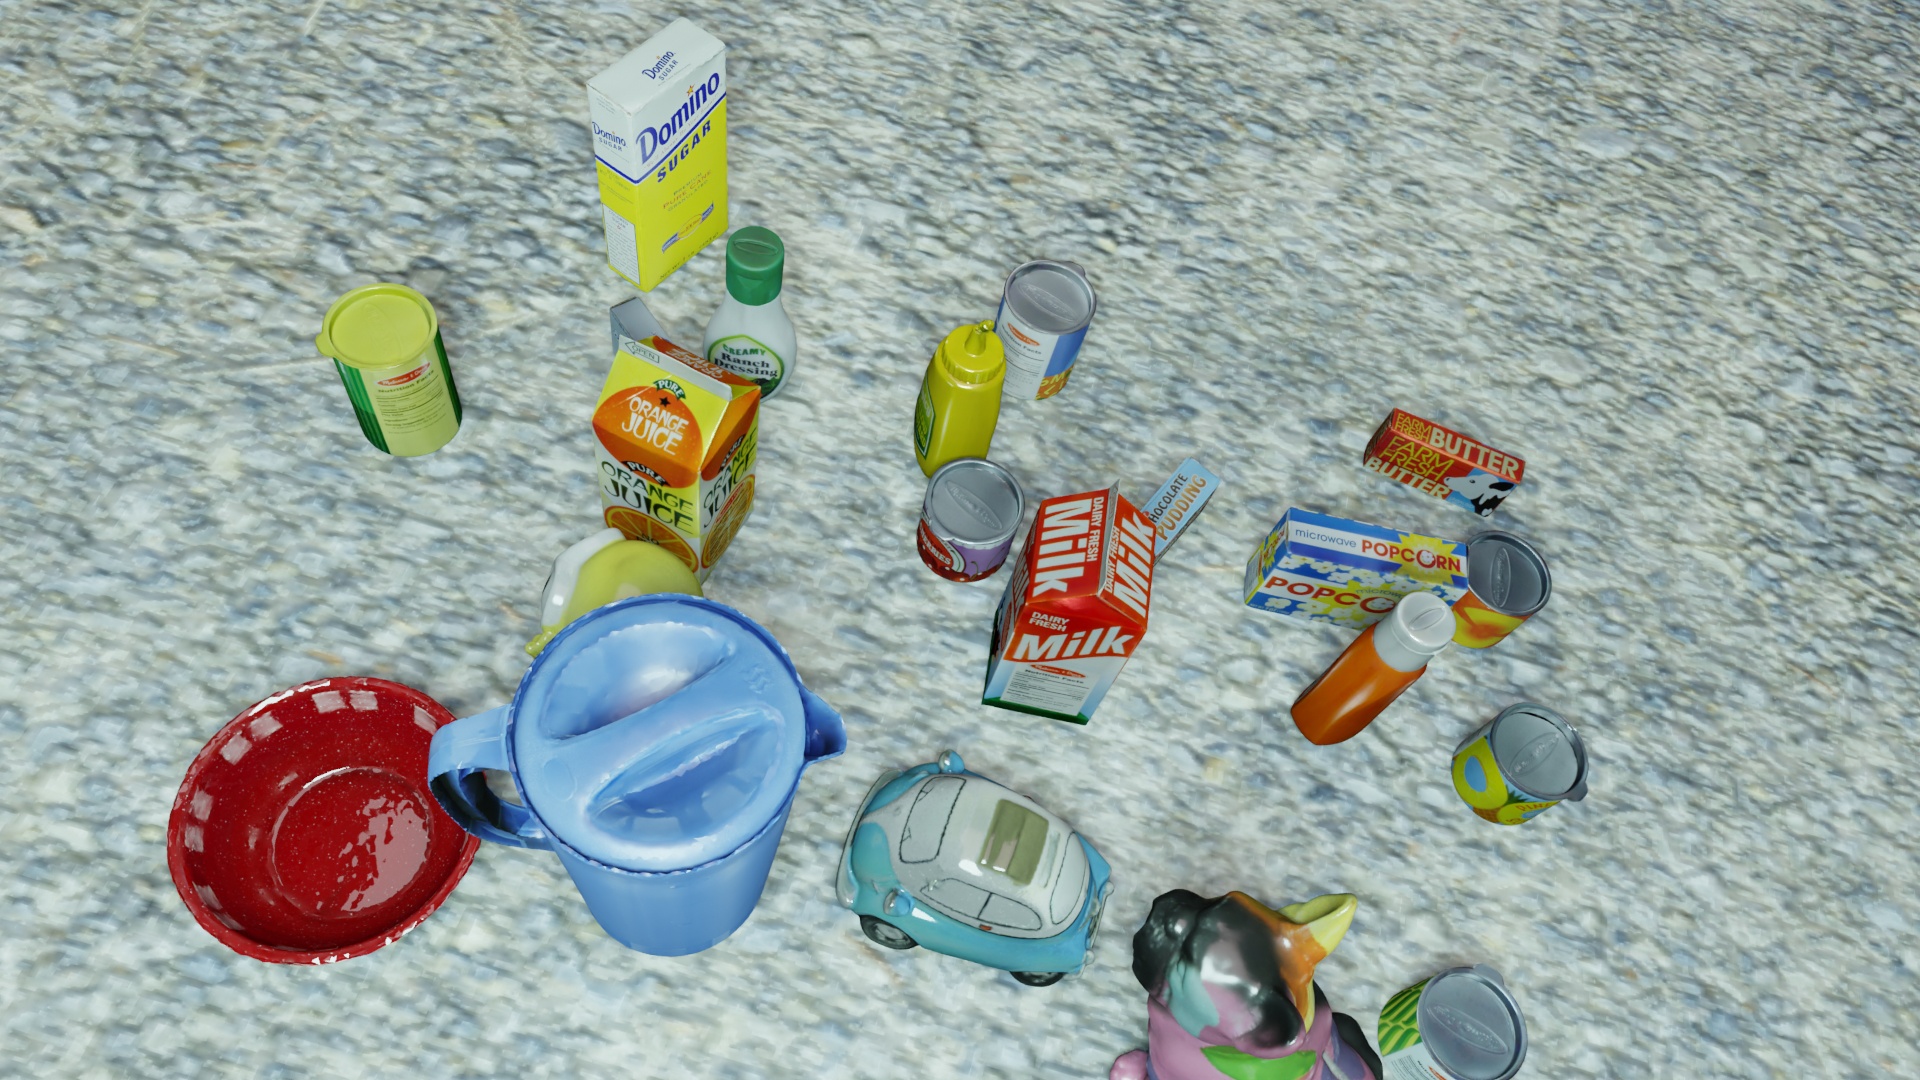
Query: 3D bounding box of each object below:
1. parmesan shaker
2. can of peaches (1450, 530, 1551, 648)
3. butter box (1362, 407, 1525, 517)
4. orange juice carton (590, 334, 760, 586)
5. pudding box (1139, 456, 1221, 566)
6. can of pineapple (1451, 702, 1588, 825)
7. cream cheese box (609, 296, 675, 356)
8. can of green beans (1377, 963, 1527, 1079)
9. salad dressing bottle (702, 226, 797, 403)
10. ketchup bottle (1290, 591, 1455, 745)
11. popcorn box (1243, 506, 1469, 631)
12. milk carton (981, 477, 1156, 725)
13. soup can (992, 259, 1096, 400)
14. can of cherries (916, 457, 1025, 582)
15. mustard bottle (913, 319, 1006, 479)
[{"bbox_3d":[-0.364,-0.106,0.890,0.071,0.102,0.071,4,61,-8],"label":"parmesan shaker"},{"bbox_3d":[0.365,0.034,0.971,0.071,0.057,0.071,4,61,-8],"label":"can of peaches"},{"bbox_3d":[0.354,-0.057,1.023,0.103,0.053,0.024,23,60,3],"label":"butter box"},{"bbox_3d":[-0.171,-0.054,0.845,0.072,0.191,0.073,26,60,5],"label":"orange juice carton"},{"bbox_3d":[0.141,-0.014,0.962,0.030,0.049,0.084,38,62,11],"label":"pudding box"},{"bbox_3d":[0.365,0.149,0.907,0.071,0.057,0.071,4,61,-8],"label":"can of pineapple"},{"bbox_3d":[-0.204,-0.112,0.952,0.024,0.053,0.104,-30,70,-23],"label":"cream cheese box"},{"bbox_3d":[0.287,0.290,0.814,0.071,0.057,0.071,4,61,-8],"label":"can of green beans"},{"bbox_3d":[-0.140,-0.149,0.930,0.064,0.147,0.044,11,60,-4],"label":"salad dressing bottle"},{"bbox_3d":[0.262,0.081,0.874,0.065,0.148,0.043,-26,69,-22],"label":"ketchup bottle"},{"bbox_3d":[0.267,0.024,0.943,0.127,0.084,0.038,12,60,-4],"label":"popcorn box"},{"bbox_3d":[0.068,0.039,0.838,0.073,0.189,0.072,12,60,-3],"label":"milk carton"},{"bbox_3d":[0.058,-0.152,1.005,0.071,0.083,0.071,4,61,-8],"label":"soup can"},{"bbox_3d":[0.003,-0.012,0.931,0.071,0.058,0.072,4,61,-8],"label":"can of cherries"},{"bbox_3d":[0.001,-0.100,0.921,0.049,0.159,0.065,-4,62,-13],"label":"mustard bottle"}]
